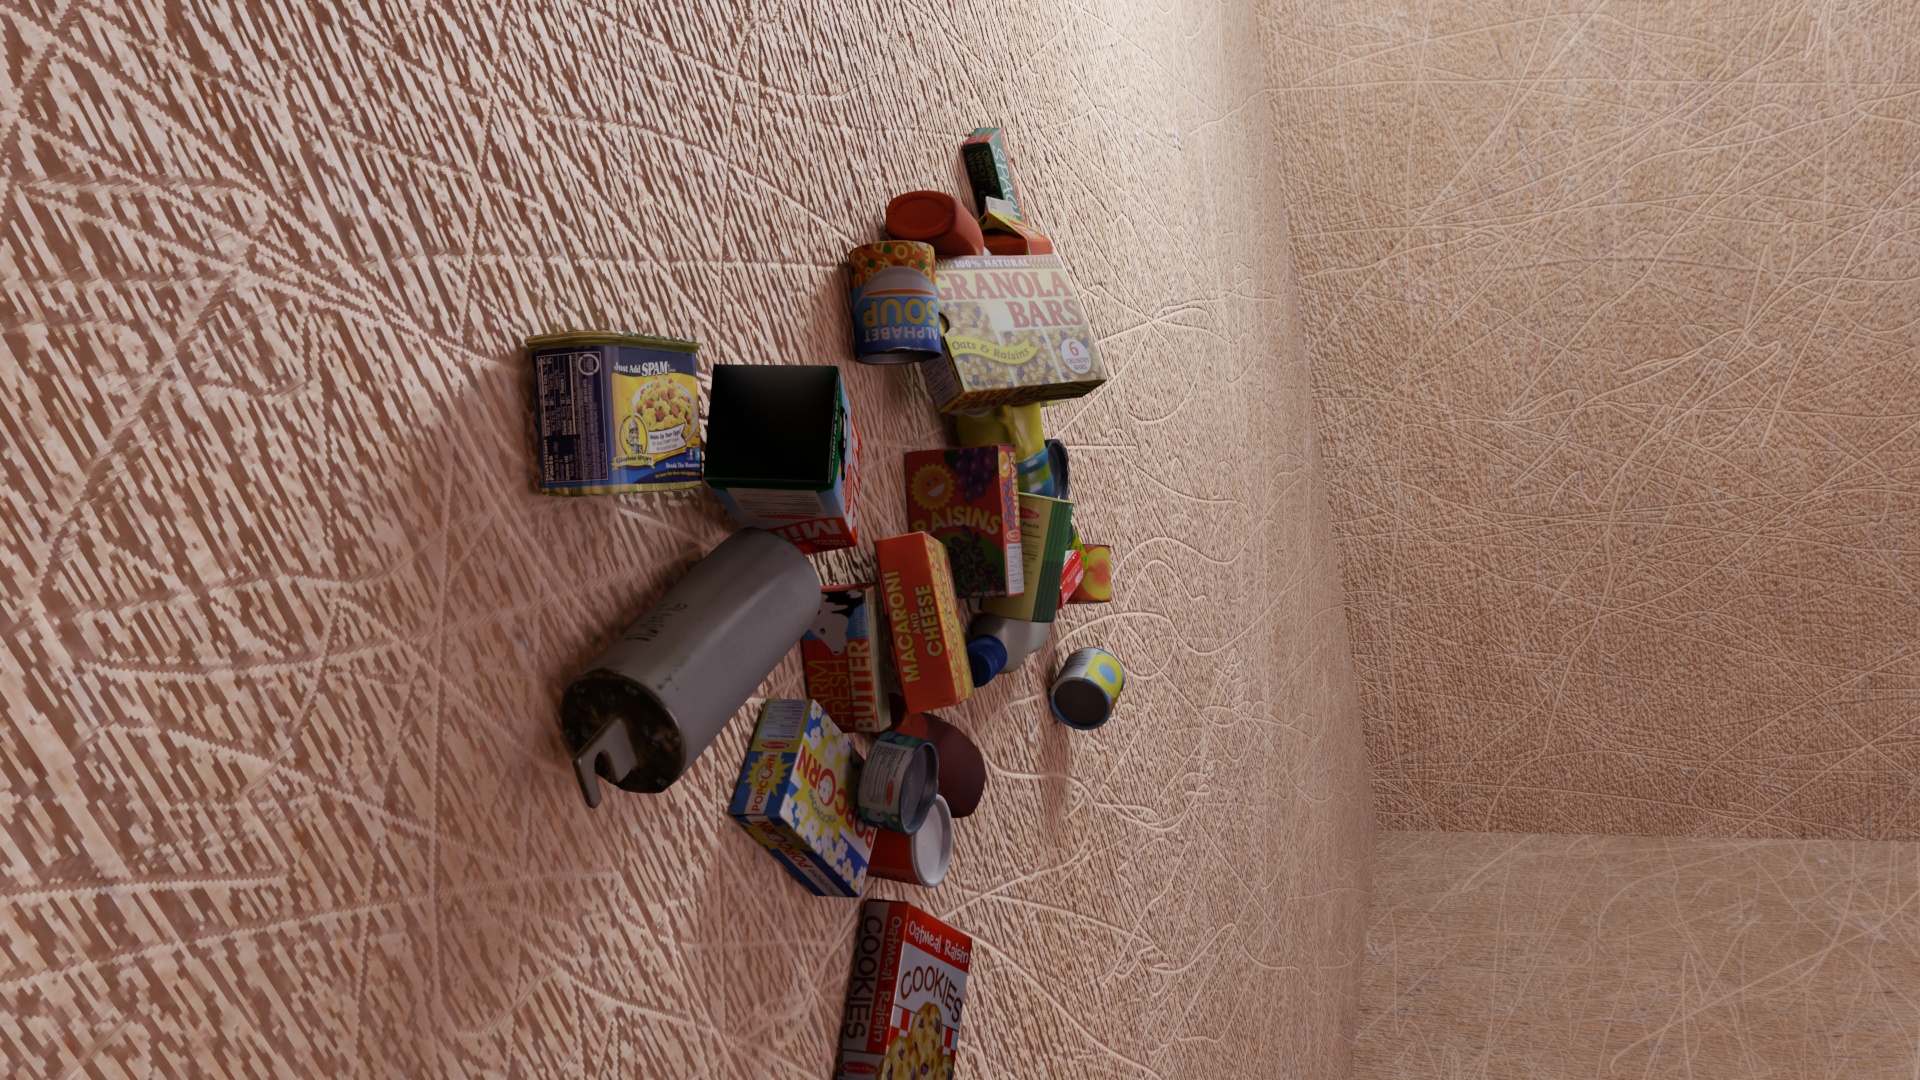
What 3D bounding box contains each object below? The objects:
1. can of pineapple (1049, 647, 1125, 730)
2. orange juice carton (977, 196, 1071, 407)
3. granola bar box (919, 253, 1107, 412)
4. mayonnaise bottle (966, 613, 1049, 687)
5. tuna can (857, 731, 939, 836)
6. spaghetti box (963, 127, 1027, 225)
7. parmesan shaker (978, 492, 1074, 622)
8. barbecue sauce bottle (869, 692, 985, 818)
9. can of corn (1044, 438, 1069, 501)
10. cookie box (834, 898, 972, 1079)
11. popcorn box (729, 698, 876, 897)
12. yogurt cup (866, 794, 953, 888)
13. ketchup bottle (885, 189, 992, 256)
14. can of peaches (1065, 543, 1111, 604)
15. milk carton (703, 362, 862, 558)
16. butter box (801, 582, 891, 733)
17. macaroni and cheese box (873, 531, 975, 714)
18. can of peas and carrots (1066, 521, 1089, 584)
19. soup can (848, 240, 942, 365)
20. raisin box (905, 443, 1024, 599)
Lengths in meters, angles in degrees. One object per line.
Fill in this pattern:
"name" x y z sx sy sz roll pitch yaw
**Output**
"can of pineapple" 0.130 0.152 1.414 0.058 0.071 0.070 -52 134 -56
"orange juice carton" 0.047 -0.217 1.275 0.072 0.073 0.192 -23 107 -65
"granola bar box" 0.033 -0.174 1.147 0.166 0.039 0.124 -10 74 -40
"mayonnaise bottle" 0.038 0.088 1.247 0.149 0.041 0.064 -36 118 -62
"tuna can" -0.041 0.165 0.947 0.071 0.033 0.071 8 91 -70
"spaghetti box" 0.052 -0.275 1.352 0.050 0.028 0.249 -62 141 -52
"parmesan shaker" 0.053 0.013 1.165 0.071 0.071 0.103 2 98 -67
"barbecue sauce bottle" -0.027 0.164 1.081 0.148 0.043 0.065 52 40 -52
"can of corn" 0.066 -0.062 1.312 0.071 0.058 0.071 -5 91 -67
"cookie box" -0.043 0.360 1.019 0.122 0.040 0.168 50 43 -54
"popcorn box" -0.097 0.173 0.923 0.126 0.038 0.085 59 35 -46
"yogurt cup" -0.042 0.220 1.022 0.072 0.054 0.072 -5 91 -67
"ketchup bottle" -0.009 -0.250 1.168 0.149 0.065 0.043 19 75 -71
"can of peaches" 0.119 0.035 1.412 0.071 0.071 0.058 12 76 -66
"milk carton" -0.103 -0.043 0.863 0.190 0.073 0.072 84 8 -75
"butter box" -0.080 0.082 0.959 0.024 0.053 0.103 -18 103 -68
"macaroni and cheese box" -0.025 0.062 1.024 0.166 0.040 0.123 39 39 -83
"can of peas and carrots" 0.084 0.014 1.334 0.058 0.071 0.071 60 34 -46
"soup can" -0.049 -0.179 1.051 0.071 0.071 0.083 -3 88 -67
"raisin box" 0.004 -0.014 1.127 0.040 0.086 0.123 -3 89 -65
